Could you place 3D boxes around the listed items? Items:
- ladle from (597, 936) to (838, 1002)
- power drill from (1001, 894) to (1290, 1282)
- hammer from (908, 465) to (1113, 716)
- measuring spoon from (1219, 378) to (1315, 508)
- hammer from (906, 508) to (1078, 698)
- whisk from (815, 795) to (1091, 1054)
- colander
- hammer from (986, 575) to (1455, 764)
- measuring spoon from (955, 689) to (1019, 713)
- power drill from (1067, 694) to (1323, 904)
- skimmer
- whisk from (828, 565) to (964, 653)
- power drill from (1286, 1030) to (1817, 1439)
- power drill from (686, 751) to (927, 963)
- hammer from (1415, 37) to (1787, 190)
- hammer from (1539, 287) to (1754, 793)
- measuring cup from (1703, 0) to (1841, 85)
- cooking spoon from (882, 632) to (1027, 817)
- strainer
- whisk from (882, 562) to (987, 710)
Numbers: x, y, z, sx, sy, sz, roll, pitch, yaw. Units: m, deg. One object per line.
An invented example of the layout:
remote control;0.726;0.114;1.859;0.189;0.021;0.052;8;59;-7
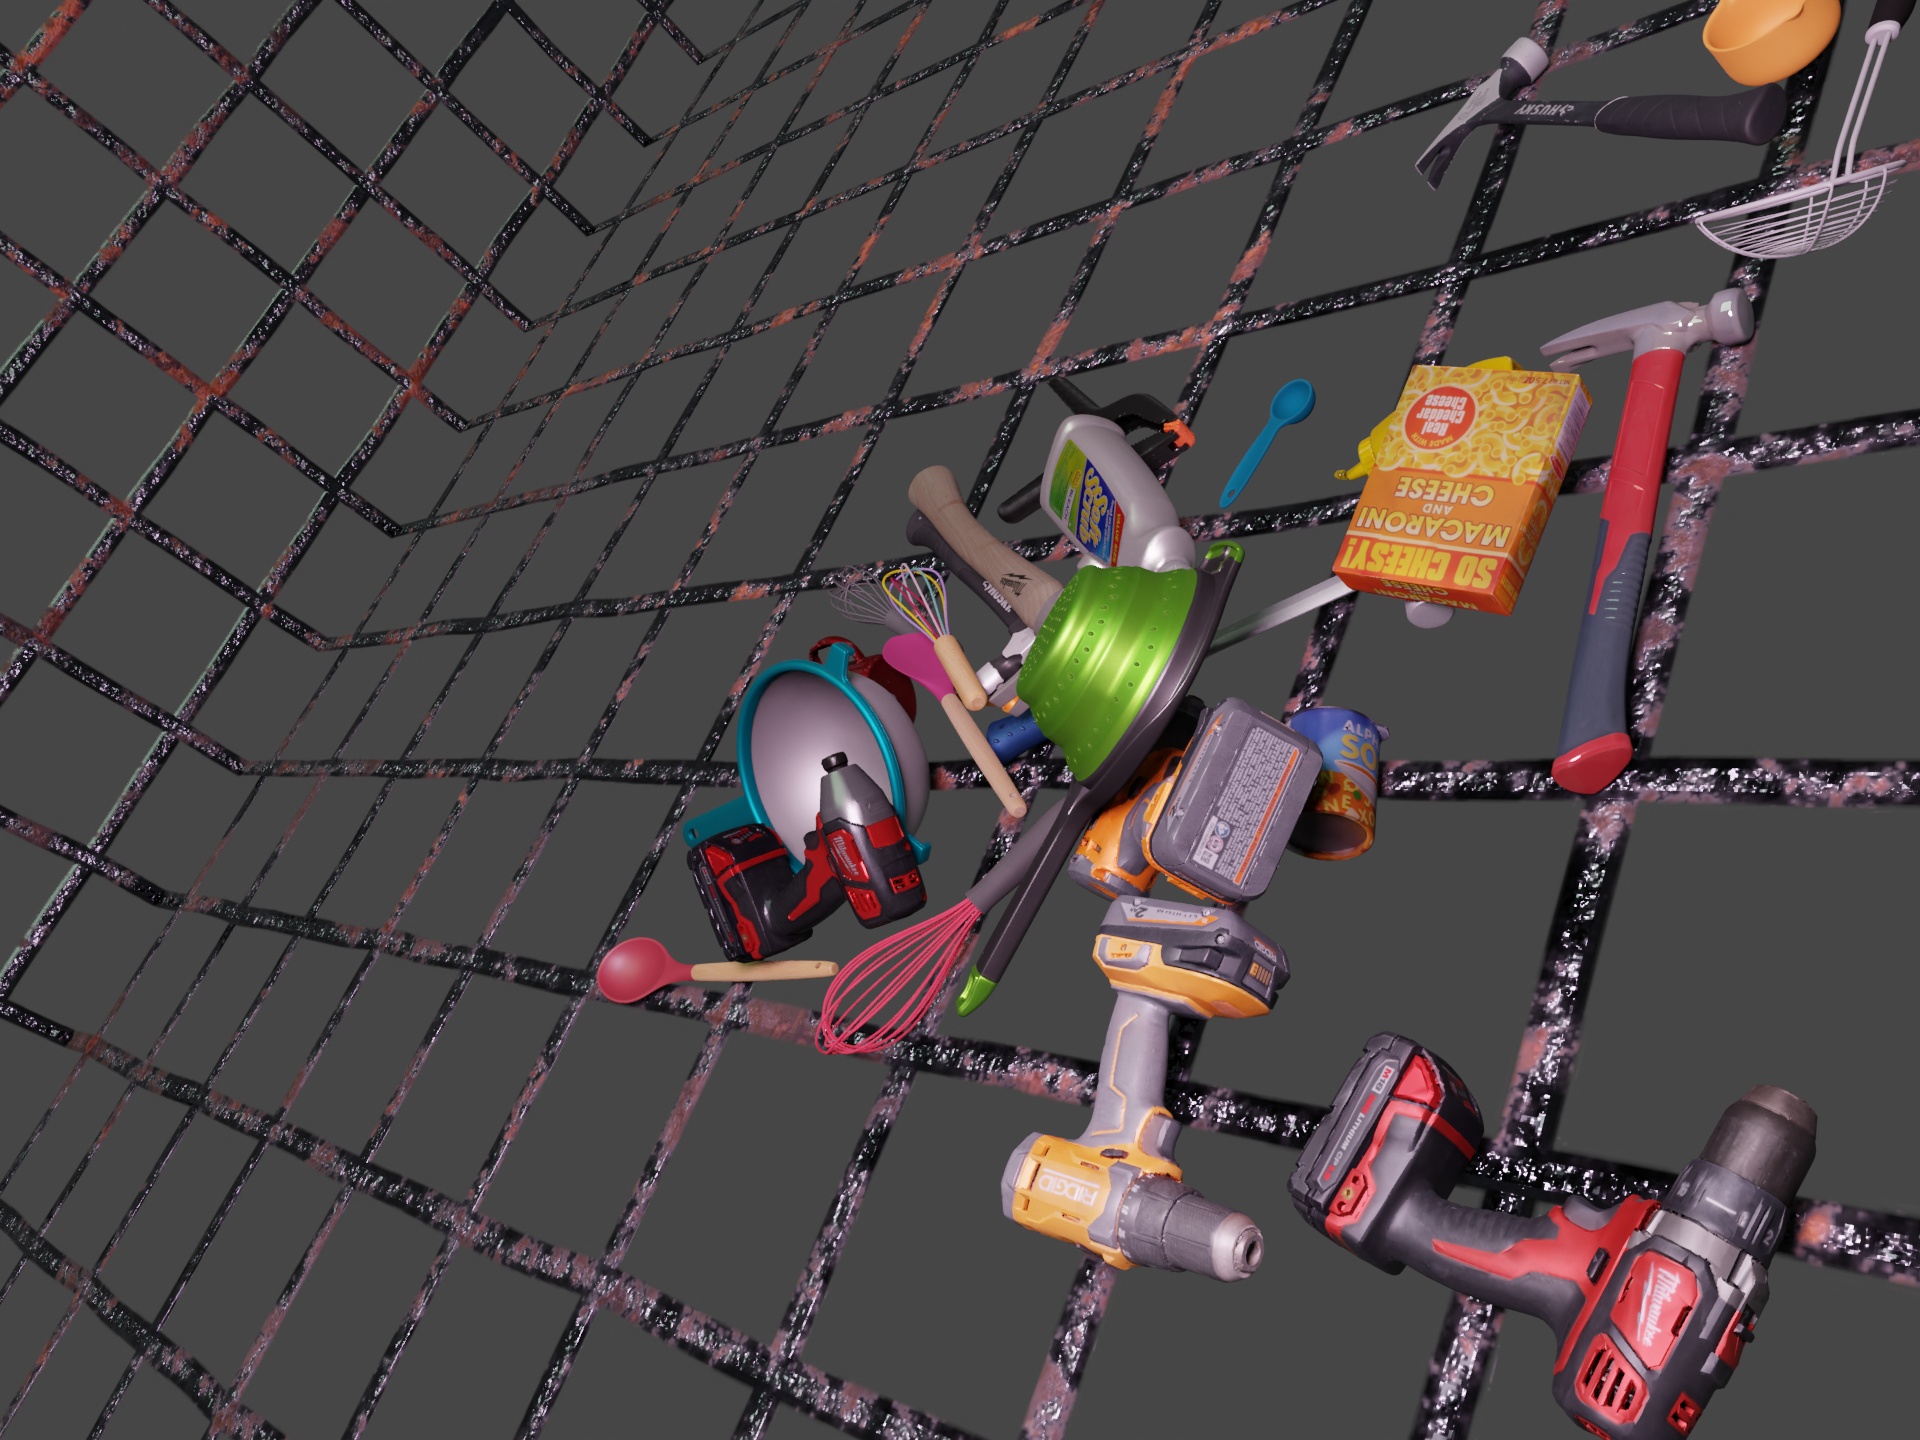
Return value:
ladle;-0.224;0.228;1.449;0.315;0.031;0.069;-9;52;41
power drill;0.135;0.234;1.005;0.185;0.084;0.226;2;63;48
hammer;0.018;-0.144;1.449;0.146;0.038;0.411;-54;29;10
measuring spoon;0.264;-0.233;1.363;0.128;0.021;0.042;-57;35;5
hammer;0.022;-0.141;1.515;0.146;0.035;0.335;-43;33;3
whisk;-0.002;0.157;1.246;0.296;0.073;0.073;-43;35;0
colander;0.065;0.026;1.157;0.397;0.094;0.204;-61;5;4
hammer;0.191;-0.060;1.258;0.405;0.035;0.144;-25;41;31
measuring spoon;0.021;-0.019;1.431;0.021;0.011;0.117;-53;31;-15
power drill;0.158;0.047;1.090;0.164;0.084;0.226;-63;9;-11
skimmer;0.621;-0.461;1.115;0.127;0.090;0.363;-3;55;55
whisk;-0.064;-0.103;1.570;0.055;0.055;0.239;-52;39;-4
power drill;0.303;0.240;0.817;0.227;0.080;0.188;22;74;51
power drill;-0.129;0.117;1.329;0.078;0.143;0.219;-19;-4;-46
hammer;0.497;-0.474;1.250;0.149;0.036;0.409;-47;23;8
hammer;0.427;-0.124;1.057;0.143;0.038;0.386;-7;52;46
measuring cup;0.648;-0.555;1.197;0.173;0.052;0.095;-44;29;15
cooking spoon;-0.002;-0.004;1.362;0.068;0.017;0.319;-10;31;-14
strainer;-0.134;0.058;1.436;0.095;0.211;0.340;-20;-3;-42
whisk;-0.024;-0.078;1.435;0.051;0.047;0.245;-55;32;19
